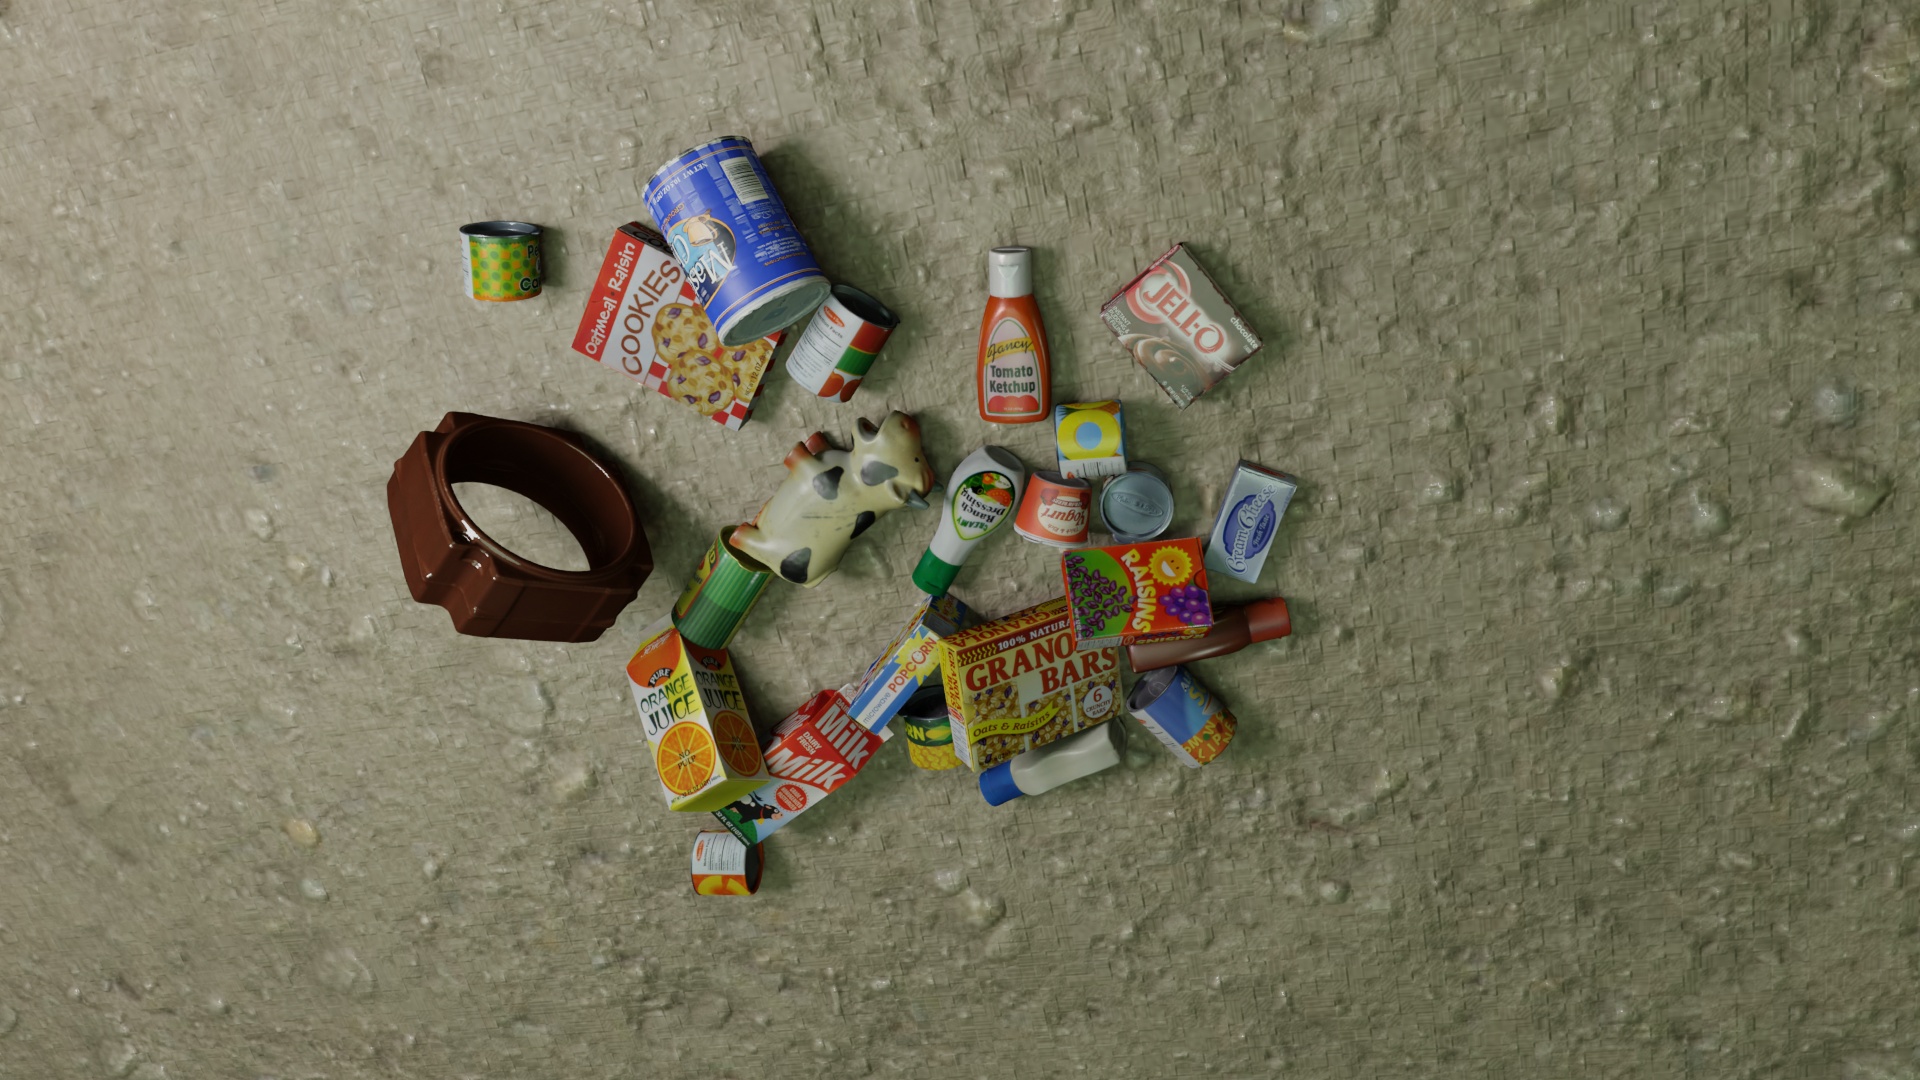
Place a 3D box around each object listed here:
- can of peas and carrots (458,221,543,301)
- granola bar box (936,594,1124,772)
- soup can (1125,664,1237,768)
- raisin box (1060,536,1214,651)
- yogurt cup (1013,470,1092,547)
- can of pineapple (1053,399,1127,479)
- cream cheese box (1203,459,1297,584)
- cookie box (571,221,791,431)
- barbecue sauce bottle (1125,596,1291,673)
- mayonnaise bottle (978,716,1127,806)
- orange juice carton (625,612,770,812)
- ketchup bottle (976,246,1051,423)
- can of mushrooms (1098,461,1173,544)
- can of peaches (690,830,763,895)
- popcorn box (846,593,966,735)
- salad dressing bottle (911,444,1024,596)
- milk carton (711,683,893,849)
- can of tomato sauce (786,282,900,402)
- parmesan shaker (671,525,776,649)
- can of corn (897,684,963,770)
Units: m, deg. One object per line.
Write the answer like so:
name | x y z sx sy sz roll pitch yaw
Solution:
can of peas and carrots | -0.402 -0.246 1.223 0.071 0.071 0.058 6 114 6
granola bar box | 0.068 0.125 1.272 0.166 0.039 0.123 -18 113 -23
soup can | 0.209 0.160 1.299 0.083 0.071 0.071 43 112 -11
raisin box | 0.156 0.047 1.233 0.123 0.040 0.086 -6 68 -2
yogurt cup | 0.086 -0.029 1.241 0.072 0.072 0.053 12 106 3
can of pineapple | 0.114 -0.090 1.210 0.058 0.071 0.070 -5 112 10
cream cheese box | 0.256 -0.016 1.241 0.053 0.024 0.103 18 114 1
cookie box | -0.246 -0.190 1.236 0.167 0.040 0.122 27 114 -3
barbecue sauce bottle | 0.225 0.085 1.269 0.148 0.065 0.043 -12 103 4
mayonnaise bottle | 0.089 0.215 1.343 0.148 0.065 0.041 -27 104 22
orange juice carton | -0.259 0.158 1.338 0.071 0.073 0.193 -30 68 19
ketchup bottle | 0.045 -0.177 1.196 0.065 0.044 0.148 0 112 9
can of mushrooms | 0.156 -0.034 1.244 0.071 0.033 0.070 3 113 7
can of peaches | -0.240 0.334 1.439 0.058 0.071 0.071 -2 112 9
popcorn box | -0.050 0.113 1.307 0.038 0.085 0.126 37 113 -6
salad dressing bottle | 0.005 -0.016 1.268 0.064 0.044 0.147 24 115 -14
milk carton | -0.158 0.216 1.372 0.190 0.074 0.072 -36 103 20
can of tomato sauce | -0.103 -0.171 1.210 0.071 0.071 0.082 32 114 -5
parmesan shaker | -0.223 0.046 1.313 0.071 0.071 0.102 33 113 -6
can of corn | -0.023 0.181 1.340 0.071 0.071 0.058 -5 112 11
